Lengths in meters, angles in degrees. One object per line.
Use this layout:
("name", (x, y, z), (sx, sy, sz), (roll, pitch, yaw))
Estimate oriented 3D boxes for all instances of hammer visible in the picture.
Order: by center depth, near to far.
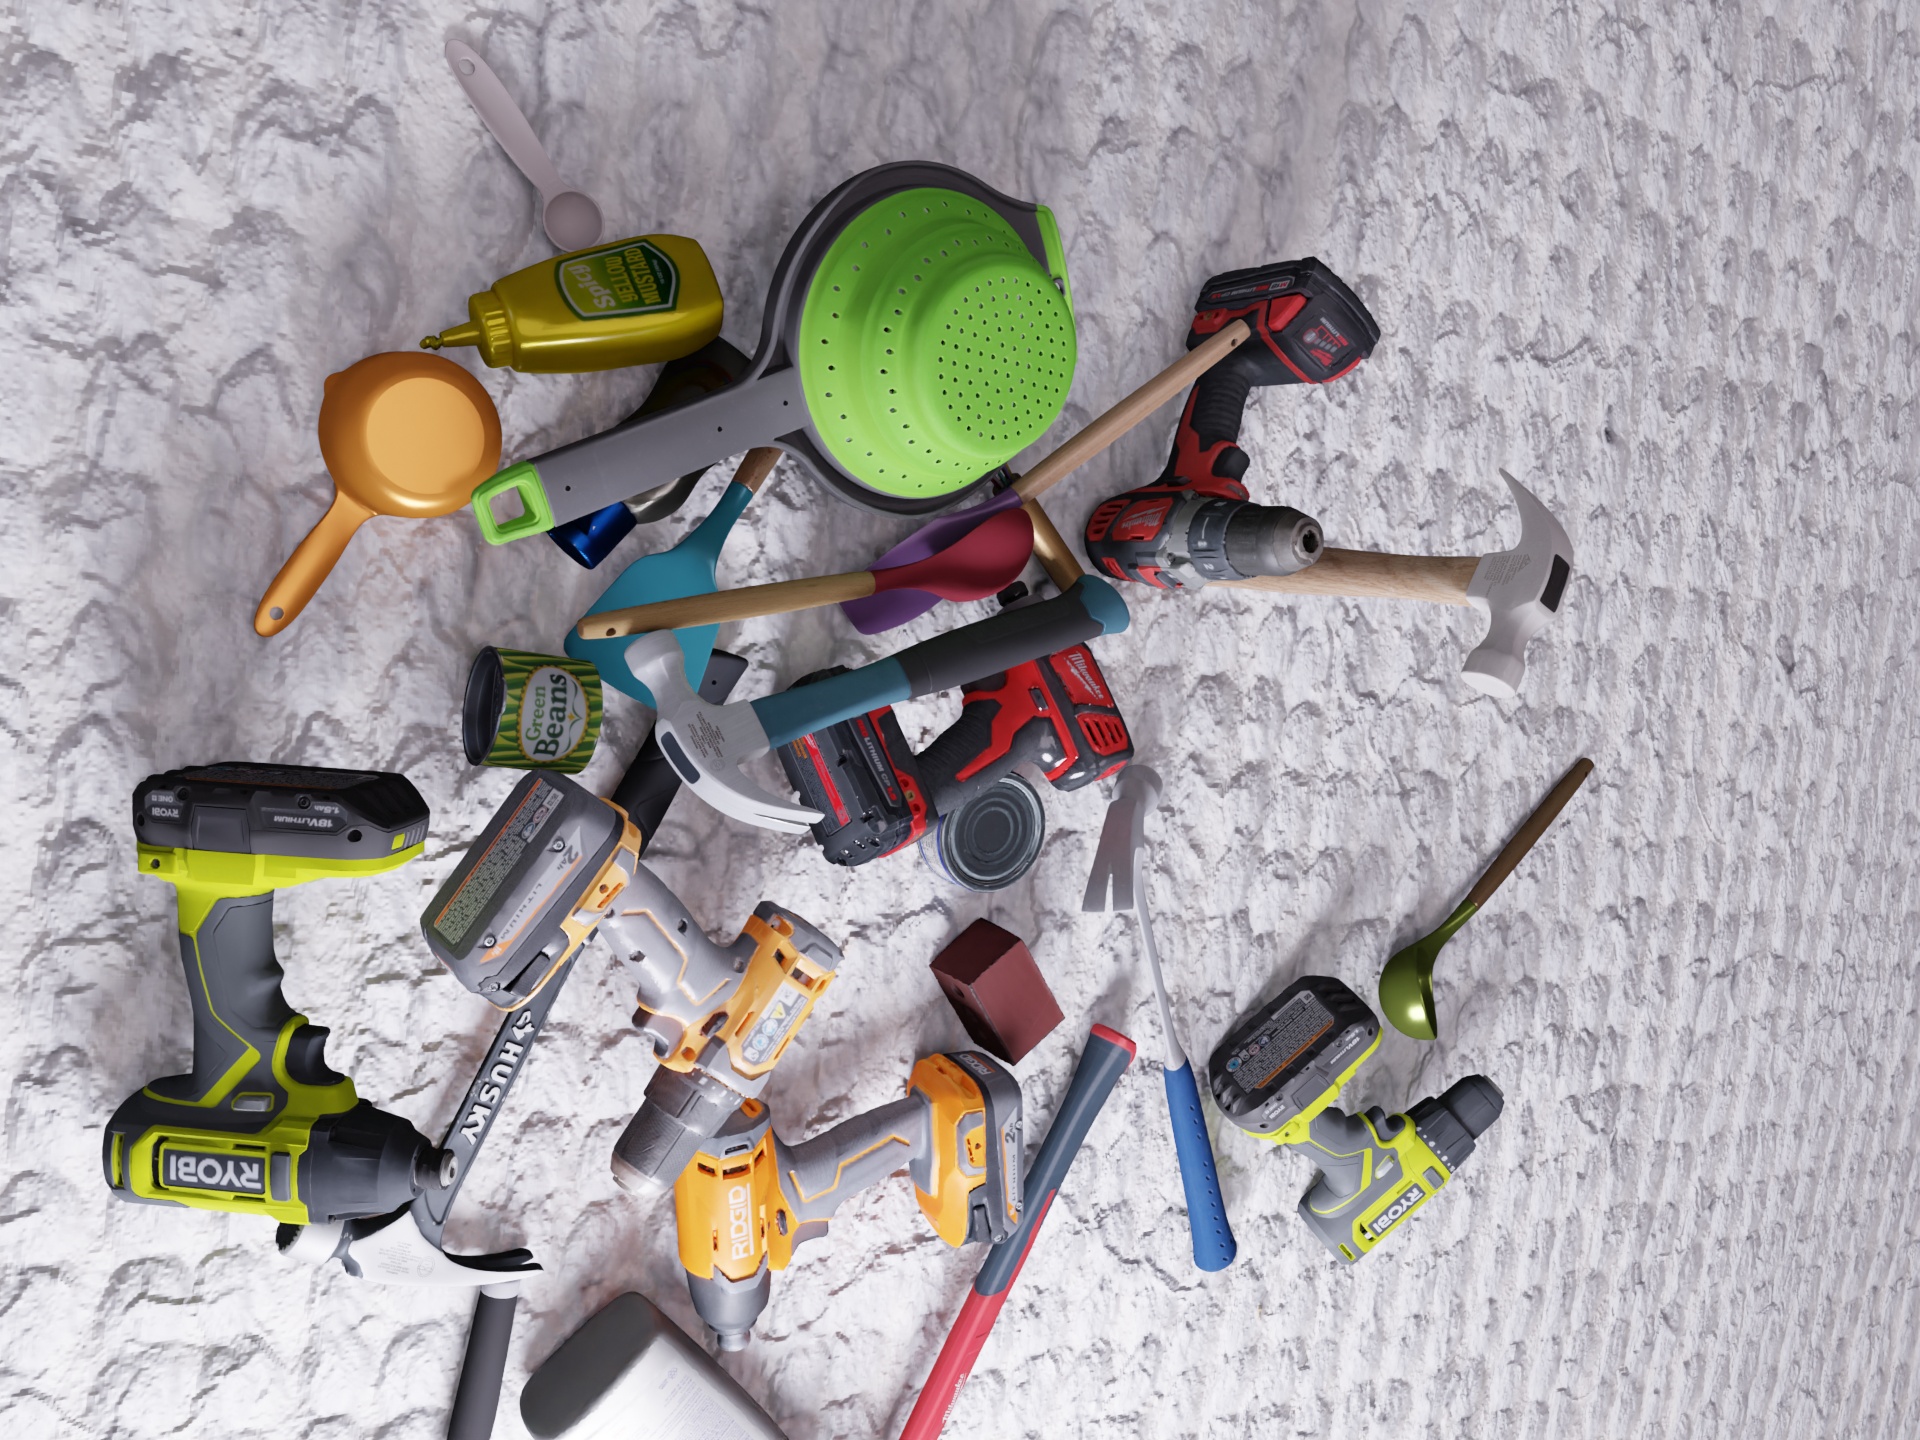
("hammer", (-0.229, 0.139, 0.927), (0.149, 0.036, 0.409), (31, 82, -33))
("hammer", (-0.027, -0.030, 0.938), (0.331, 0.033, 0.128), (-21, 80, -36))
("hammer", (0.238, -0.095, 0.999), (0.031, 0.331, 0.130), (31, 81, -31))
("hammer", (0.019, 0.388, 1.103), (0.386, 0.038, 0.143), (-62, 149, -11))
("hammer", (0.152, 0.242, 1.157), (0.144, 0.035, 0.405), (-60, 140, -58))

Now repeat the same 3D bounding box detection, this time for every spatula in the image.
("spatula", (-0.119, -0.155, 0.941), (0.082, 0.044, 0.317), (30, 73, -4))
("spatula", (0.057, -0.157, 1.013), (0.316, 0.018, 0.059), (-37, 136, -2))

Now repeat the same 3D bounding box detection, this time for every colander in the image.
("colander", (-0.067, -0.175, 0.866), (0.397, 0.095, 0.204), (-28, 121, -26))

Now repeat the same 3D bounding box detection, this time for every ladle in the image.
("ladle", (-0.075, -0.079, 0.930), (0.315, 0.031, 0.069), (-13, 140, -35))
("ladle", (0.458, 0.143, 1.348), (0.320, 0.062, 0.078), (-44, 128, -21))

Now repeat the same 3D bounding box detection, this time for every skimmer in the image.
("skimmer", (-0.307, 0.506, 0.913), (0.127, 0.090, 0.363), (12, 90, -2))

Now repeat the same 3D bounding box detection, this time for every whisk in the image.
("whisk", (0.015, -0.167, 1.023), (0.047, 0.051, 0.244), (-42, 123, -6))

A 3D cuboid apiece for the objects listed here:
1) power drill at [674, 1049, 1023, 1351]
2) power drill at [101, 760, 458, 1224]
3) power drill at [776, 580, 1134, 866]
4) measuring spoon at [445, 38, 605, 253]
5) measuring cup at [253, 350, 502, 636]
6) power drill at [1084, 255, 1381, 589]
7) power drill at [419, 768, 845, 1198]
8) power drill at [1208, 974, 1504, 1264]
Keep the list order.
("power drill", (-0.074, 0.310, 1.032), (0.226, 0.084, 0.164), (-7, 103, -27))
("power drill", (-0.336, 0.139, 0.800), (0.171, 0.080, 0.223), (4, 97, 4))
("power drill", (-0.002, -0.003, 1.006), (0.219, 0.078, 0.143), (-19, 81, -32))
("measuring spoon", (-0.237, -0.307, 0.855), (0.034, 0.018, 0.124), (-41, 111, -19))
("measuring cup", (-0.306, -0.113, 0.820), (0.095, 0.052, 0.174), (39, 76, -31))
("power drill", (0.191, -0.187, 1.044), (0.080, 0.188, 0.227), (34, 76, -33))
("power drill", (-0.190, 0.154, 0.892), (0.226, 0.084, 0.185), (42, 77, -37))
("power drill", (0.318, 0.307, 1.257), (0.190, 0.080, 0.228), (-41, 119, 0))
